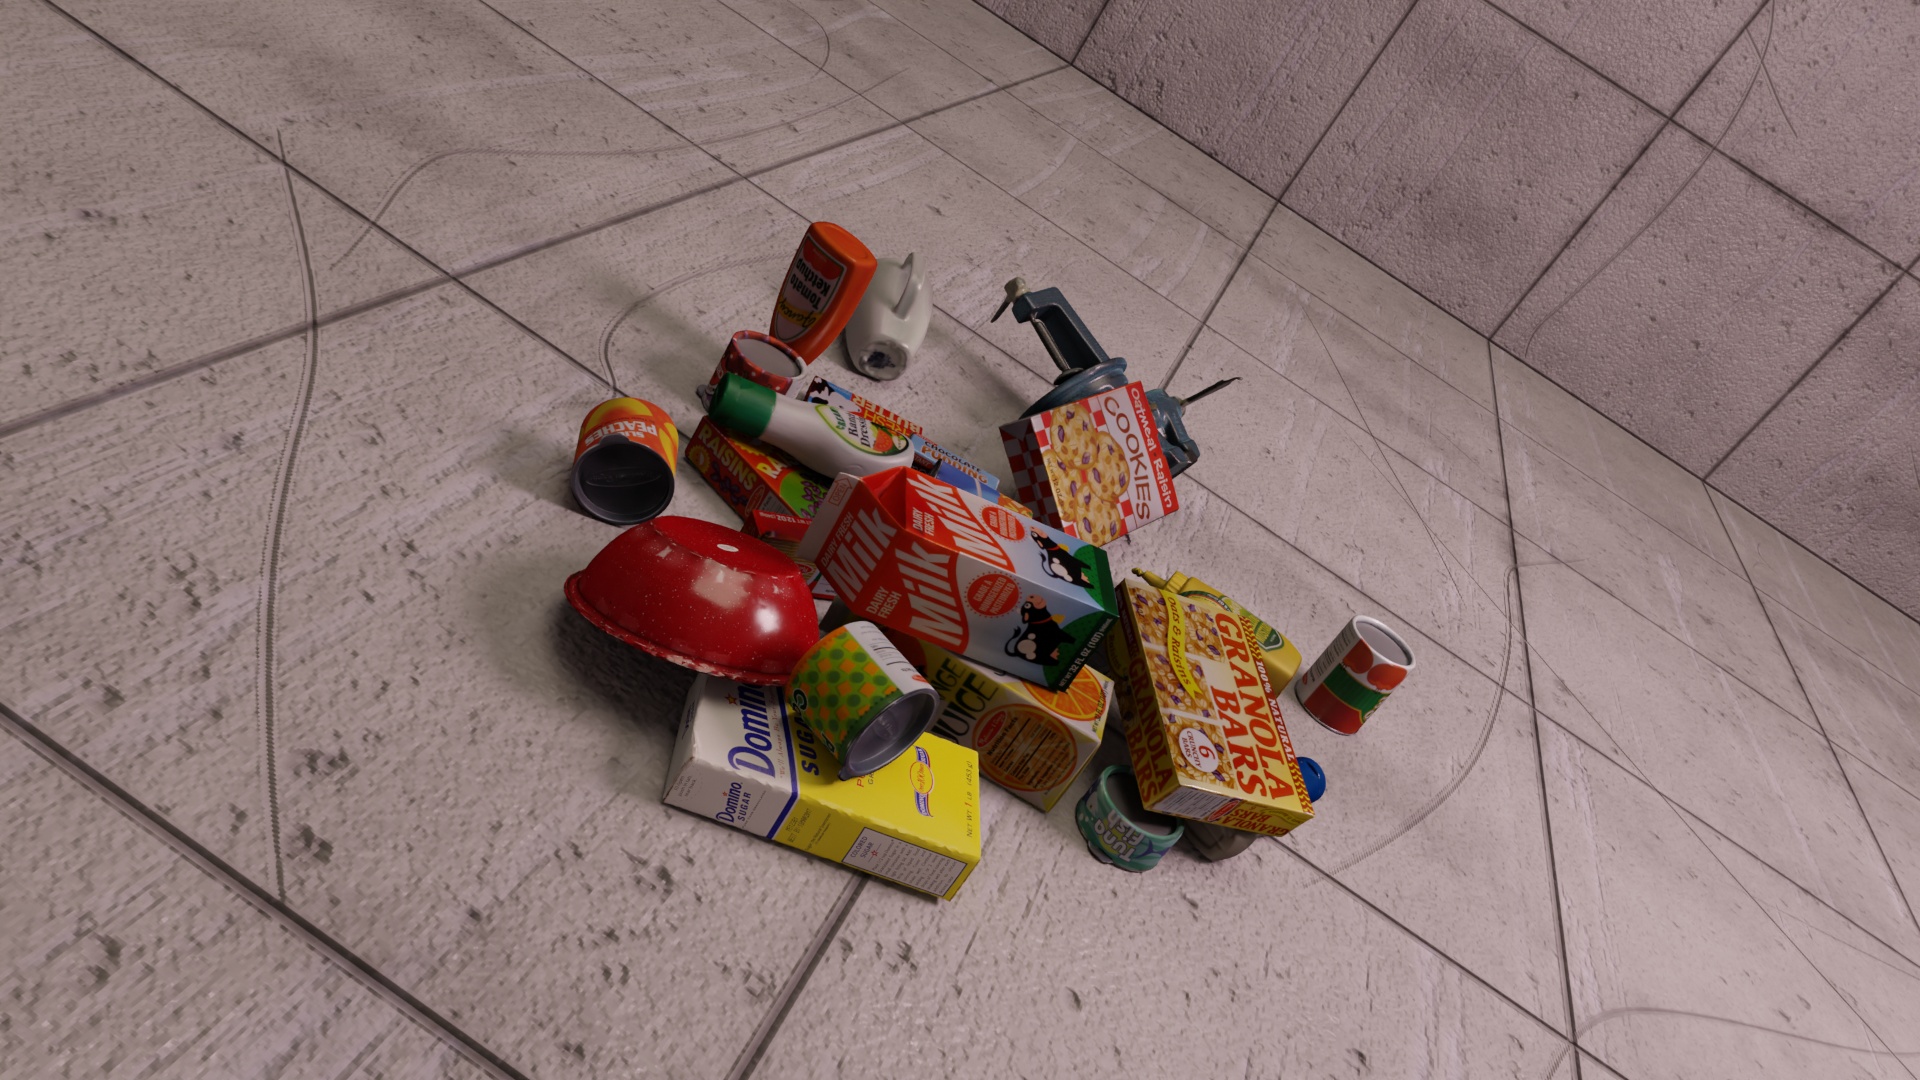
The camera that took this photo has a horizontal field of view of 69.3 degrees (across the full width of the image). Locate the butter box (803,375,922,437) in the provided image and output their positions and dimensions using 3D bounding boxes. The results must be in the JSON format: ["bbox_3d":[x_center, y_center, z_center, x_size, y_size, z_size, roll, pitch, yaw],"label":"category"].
[{"bbox_3d":[-0.083,-0.096,1.161,0.103,0.024,0.053,25,30,-13],"label":"butter box"}]

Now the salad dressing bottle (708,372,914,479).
[{"bbox_3d":[-0.108,-0.078,1.007,0.148,0.043,0.064,21,30,-22],"label":"salad dressing bottle"}]

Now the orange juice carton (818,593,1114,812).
[{"bbox_3d":[-0.001,0.088,0.910,0.193,0.072,0.072,31,30,-3],"label":"orange juice carton"}]

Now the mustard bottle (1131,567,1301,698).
[{"bbox_3d":[0.211,0.070,1.171,0.160,0.048,0.065,37,27,7],"label":"mustard bottle"}]

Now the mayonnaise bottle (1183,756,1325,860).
[{"bbox_3d":[0.213,0.186,1.004,0.148,0.041,0.065,-5,50,-47],"label":"mayonnaise bottle"}]

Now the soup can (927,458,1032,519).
[{"bbox_3d":[0.004,-0.014,1.078,0.084,0.071,0.072,29,29,-7],"label":"soup can"}]

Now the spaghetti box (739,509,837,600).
[{"bbox_3d":[-0.046,0.022,0.990,0.250,0.050,0.029,10,37,-36],"label":"spaghetti box"}]

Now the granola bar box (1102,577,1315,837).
[{"bbox_3d":[0.165,0.115,0.956,0.124,0.039,0.166,17,44,-30],"label":"granola bar box"}]

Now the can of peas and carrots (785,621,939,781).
[{"bbox_3d":[-0.057,0.089,0.772,0.059,0.070,0.071,45,31,26],"label":"can of peas and carrots"}]

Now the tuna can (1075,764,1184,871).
[{"bbox_3d":[0.111,0.183,0.917,0.071,0.032,0.071,25,29,-15],"label":"tuna can"}]

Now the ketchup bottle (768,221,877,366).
[{"bbox_3d":[-0.124,-0.179,1.119,0.065,0.148,0.044,45,31,22],"label":"ketchup bottle"}]

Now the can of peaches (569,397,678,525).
[{"bbox_3d":[-0.221,-0.055,0.916,0.071,0.071,0.058,21,30,-21],"label":"can of peaches"}]

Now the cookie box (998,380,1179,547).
[{"bbox_3d":[0.115,-0.061,1.196,0.168,0.040,0.123,-22,97,-46],"label":"cookie box"}]

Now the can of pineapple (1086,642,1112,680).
[{"bbox_3d":[0.085,0.071,1.027,0.071,0.070,0.058,28,23,-8],"label":"can of pineapple"}]

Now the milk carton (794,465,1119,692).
[{"bbox_3d":[-0.003,0.018,0.866,0.190,0.072,0.074,22,31,-16],"label":"milk carton"}]

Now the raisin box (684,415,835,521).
[{"bbox_3d":[-0.130,-0.043,1.018,0.123,0.040,0.086,45,31,19],"label":"raisin box"}]

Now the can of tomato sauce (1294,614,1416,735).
[{"bbox_3d":[0.341,0.116,1.193,0.071,0.082,0.071,24,30,-15],"label":"can of tomato sauce"}]

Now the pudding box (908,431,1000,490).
[{"bbox_3d":[-0.016,-0.046,1.125,0.084,0.049,0.030,30,30,-6],"label":"pudding box"}]

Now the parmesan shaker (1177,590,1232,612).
[{"bbox_3d":[0.174,0.085,1.094,0.071,0.071,0.103,37,29,7],"label":"parmesan shaker"}]

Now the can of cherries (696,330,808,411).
[{"bbox_3d":[-0.163,-0.124,1.089,0.071,0.058,0.072,25,30,-15],"label":"can of cherries"}]
